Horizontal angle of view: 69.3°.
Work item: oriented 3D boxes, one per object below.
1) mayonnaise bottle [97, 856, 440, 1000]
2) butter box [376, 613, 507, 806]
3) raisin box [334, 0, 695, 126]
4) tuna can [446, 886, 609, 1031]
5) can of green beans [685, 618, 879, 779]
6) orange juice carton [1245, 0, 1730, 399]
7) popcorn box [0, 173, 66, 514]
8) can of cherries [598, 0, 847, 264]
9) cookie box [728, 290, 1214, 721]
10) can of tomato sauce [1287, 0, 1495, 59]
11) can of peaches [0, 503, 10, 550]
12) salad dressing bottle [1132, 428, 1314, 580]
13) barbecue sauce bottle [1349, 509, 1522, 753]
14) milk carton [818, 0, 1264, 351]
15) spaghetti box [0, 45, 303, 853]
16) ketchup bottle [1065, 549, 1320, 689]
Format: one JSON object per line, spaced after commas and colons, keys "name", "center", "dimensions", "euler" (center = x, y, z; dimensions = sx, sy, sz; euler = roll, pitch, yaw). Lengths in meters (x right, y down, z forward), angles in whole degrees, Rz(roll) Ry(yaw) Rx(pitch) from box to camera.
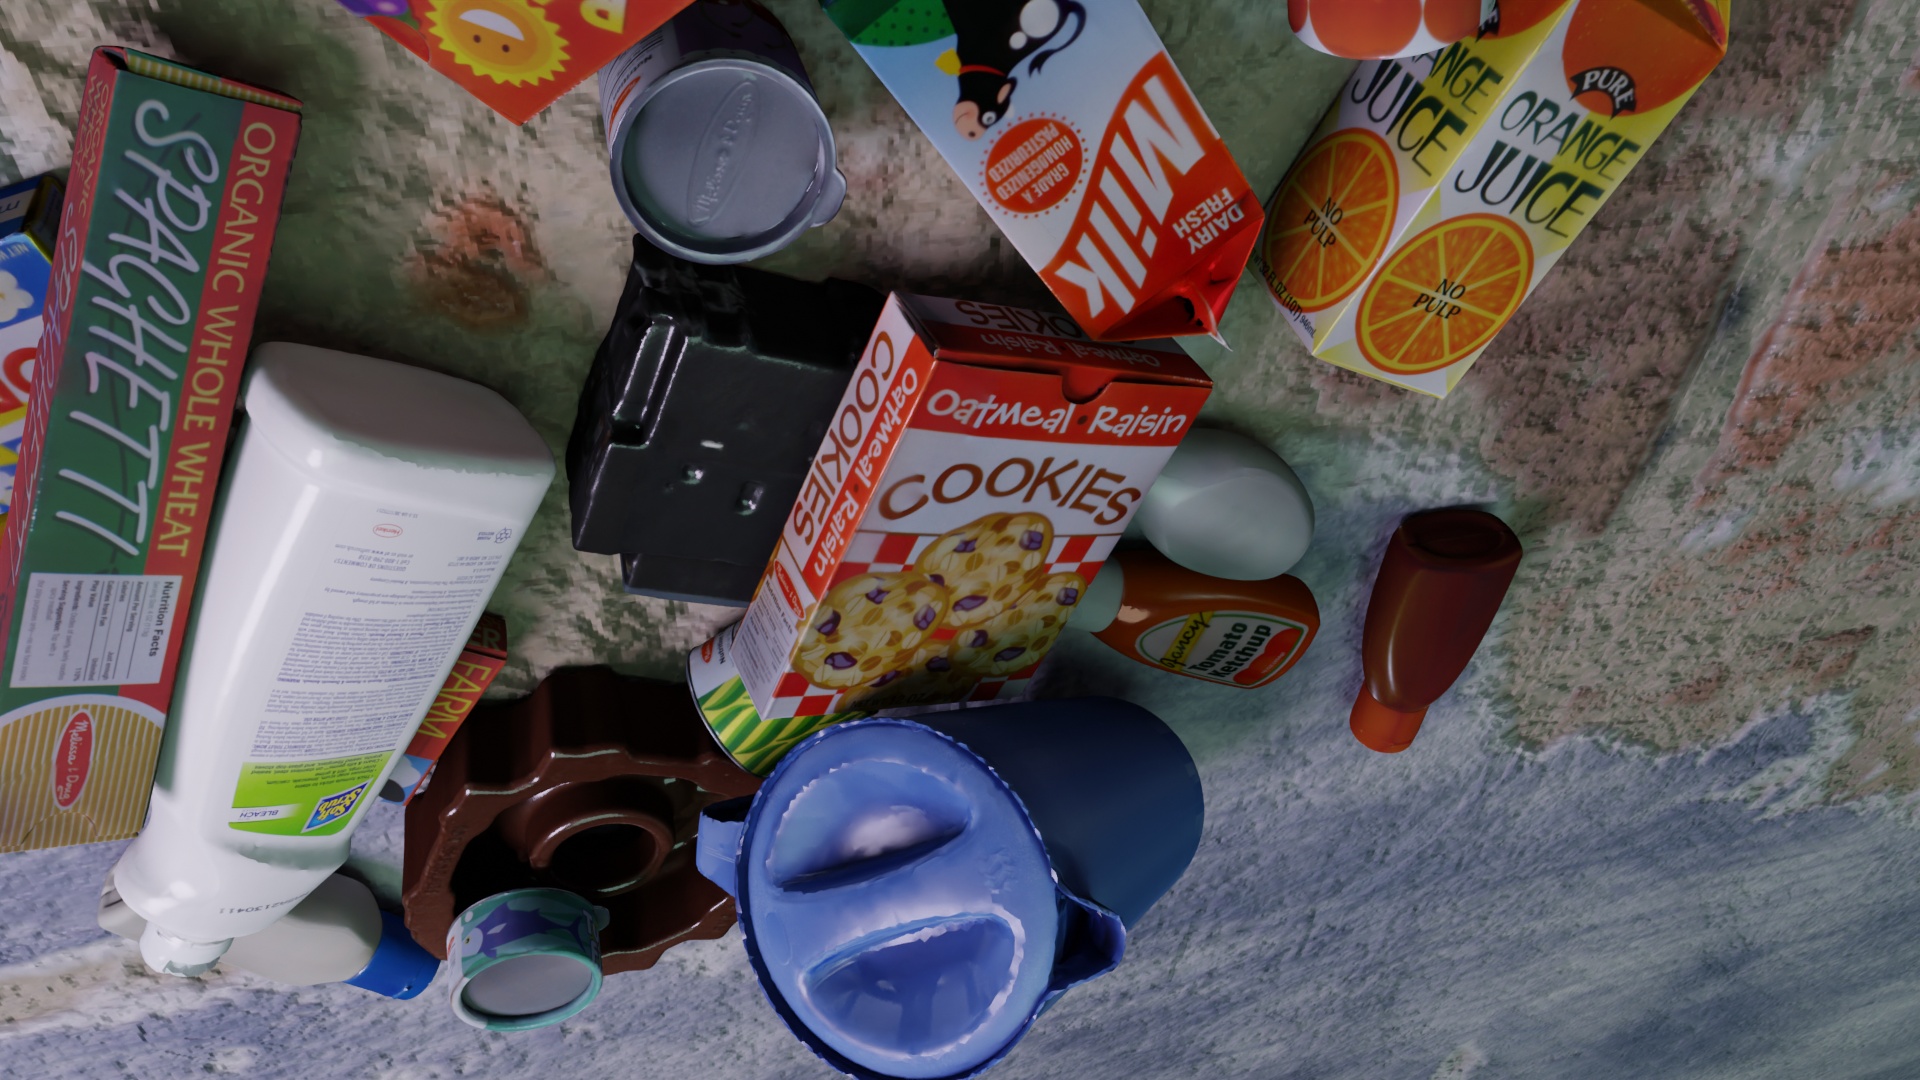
{"name": "mayonnaise bottle", "center": [-0.310, 0.175, 0.643], "dimensions": [0.064, 0.041, 0.147], "euler": [-34, 135, 15]}
{"name": "butter box", "center": [-0.235, 0.067, 0.578], "dimensions": [0.053, 0.024, 0.103], "euler": [22, 121, -34]}
{"name": "raisin box", "center": [-0.110, -0.166, 0.354], "dimensions": [0.123, 0.040, 0.086], "euler": [-14, 146, 40]}
{"name": "tuna can", "center": [-0.191, 0.187, 0.620], "dimensions": [0.071, 0.033, 0.070], "euler": [-11, 134, -12]}
{"name": "can of green beans", "center": [-0.075, 0.060, 0.600], "dimensions": [0.058, 0.071, 0.071], "euler": [-31, 134, 10]}
{"name": "orange juice carton", "center": [0.189, -0.151, 0.492], "dimensions": [0.073, 0.072, 0.191], "euler": [12, 127, -29]}
{"name": "popcorn box", "center": [-0.315, -0.050, 0.429], "dimensions": [0.127, 0.038, 0.084], "euler": [-20, 135, -1]}
{"name": "can of cherries", "center": [-0.074, -0.127, 0.429], "dimensions": [0.071, 0.058, 0.071], "euler": [-10, 133, -11]}
{"name": "cookie box", "center": [0.002, -0.006, 0.509], "dimensions": [0.123, 0.040, 0.166], "euler": [0, 132, -37]}
{"name": "can of tomato sauce", "center": [0.131, -0.202, 0.428], "dimensions": [0.071, 0.071, 0.082], "euler": [-19, 136, -2]}
{"name": "can of peaches", "center": [-0.311, 0.016, 0.470], "dimensions": [0.058, 0.071, 0.071], "euler": [-20, 135, -2]}
{"name": "salad dressing bottle", "center": [0.088, -0.027, 0.594], "dimensions": [0.147, 0.044, 0.064], "euler": [22, 122, -33]}
{"name": "barbecue sauce bottle", "center": [0.238, 0.052, 0.722], "dimensions": [0.065, 0.044, 0.147], "euler": [-8, 134, -13]}
{"name": "milk carton", "center": [0.034, -0.136, 0.450], "dimensions": [0.073, 0.072, 0.190], "euler": [-35, 134, 13]}
{"name": "spaghetti box", "center": [-0.253, -0.020, 0.418], "dimensions": [0.050, 0.029, 0.249], "euler": [4, 112, -48]}
{"name": "ketchup bottle", "center": [0.095, 0.031, 0.650], "dimensions": [0.149, 0.044, 0.064], "euler": [14, 131, -29]}
